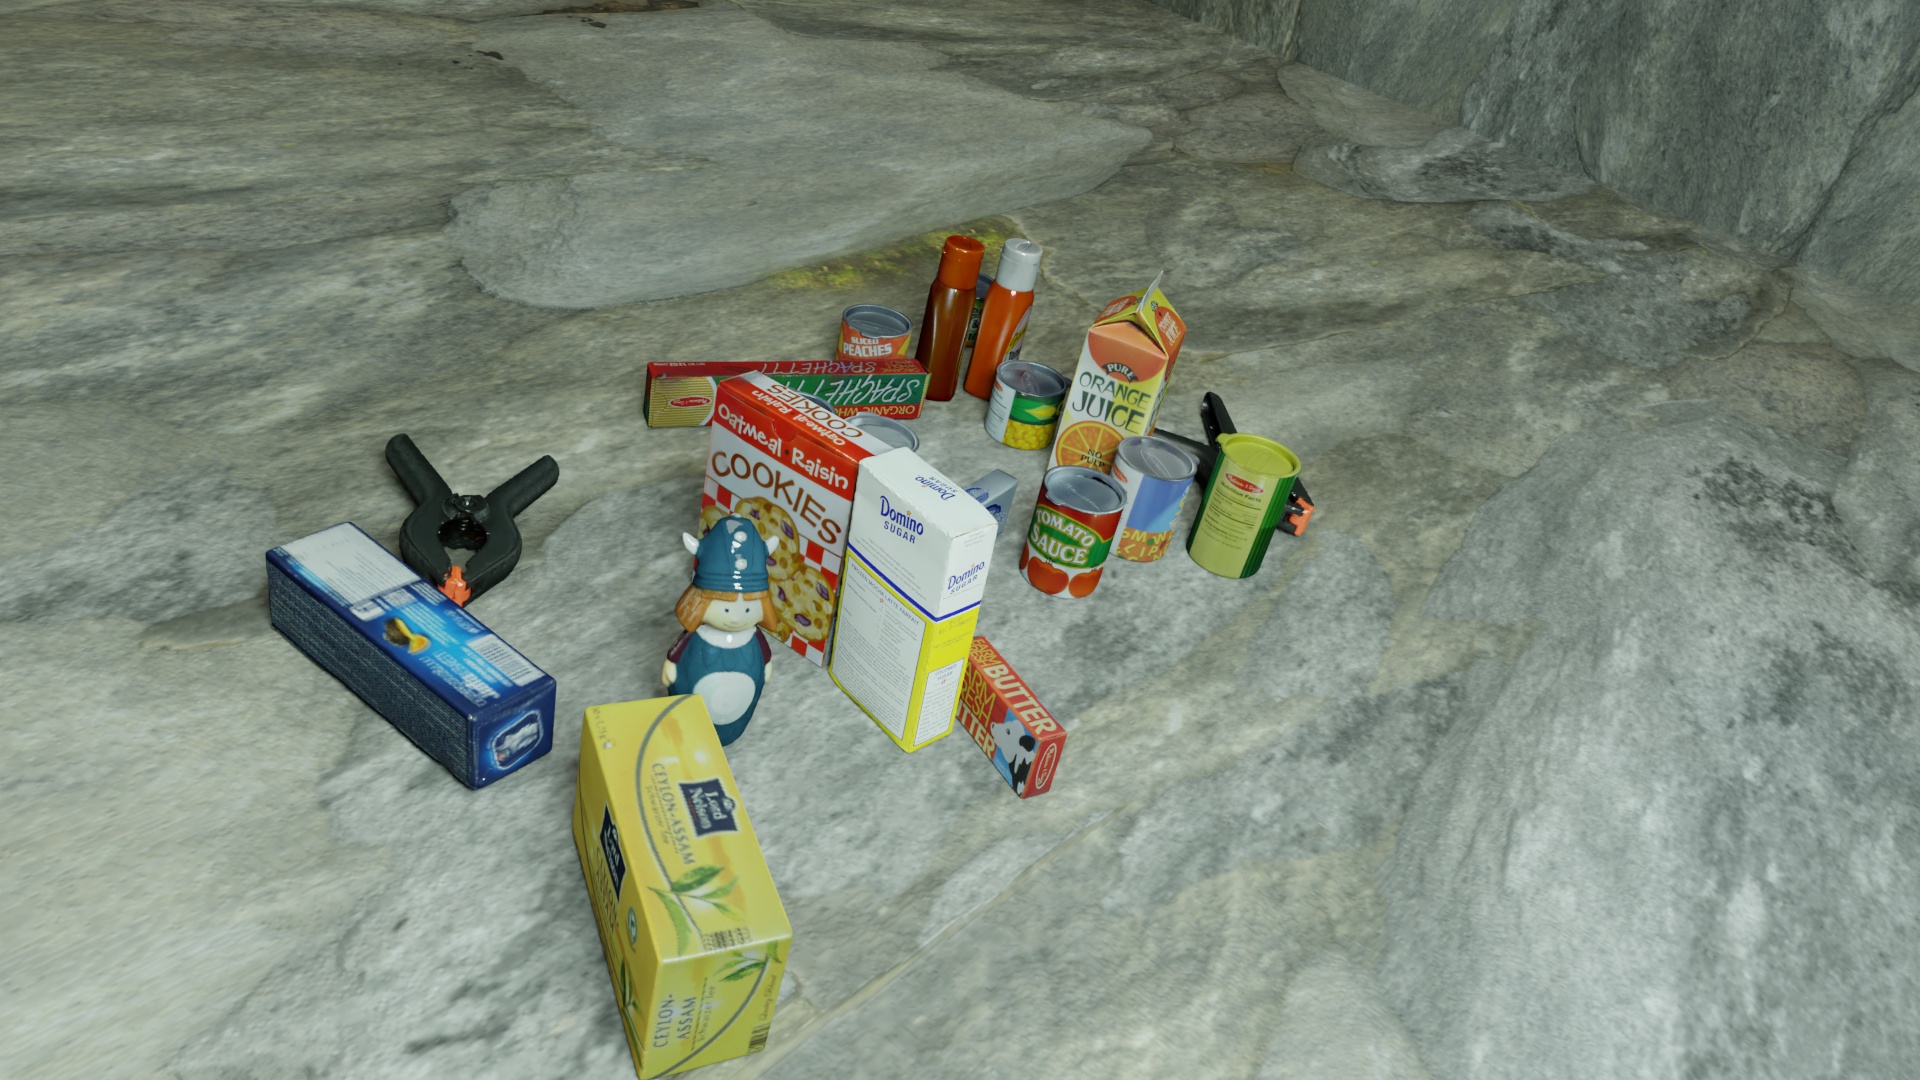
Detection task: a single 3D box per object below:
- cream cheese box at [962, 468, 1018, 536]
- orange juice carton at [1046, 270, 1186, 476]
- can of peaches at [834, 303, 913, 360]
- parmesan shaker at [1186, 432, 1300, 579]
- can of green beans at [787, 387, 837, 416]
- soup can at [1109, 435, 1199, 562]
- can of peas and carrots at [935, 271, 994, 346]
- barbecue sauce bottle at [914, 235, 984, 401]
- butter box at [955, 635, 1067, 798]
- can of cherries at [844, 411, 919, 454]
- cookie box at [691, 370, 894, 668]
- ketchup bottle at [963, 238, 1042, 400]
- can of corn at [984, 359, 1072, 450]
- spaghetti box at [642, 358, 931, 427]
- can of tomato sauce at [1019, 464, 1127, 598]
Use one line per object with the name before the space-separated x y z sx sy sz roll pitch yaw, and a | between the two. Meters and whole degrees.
cream cheese box | 0.004 -0.014 1.084 0.024 0.053 0.104 30 36 22
orange juice carton | 0.137 -0.133 1.185 0.073 0.191 0.072 22 34 11
can of peaches | -0.082 -0.179 1.291 0.071 0.057 0.071 10 33 -7
parmesan shaker | 0.230 -0.030 1.148 0.071 0.102 0.072 10 33 -7
can of green beans | -0.137 -0.081 1.126 0.071 0.057 0.071 10 33 -7
soup can | 0.153 -0.034 1.143 0.071 0.083 0.072 10 33 -7
can of peas and carrots | 0.003 -0.235 1.406 0.071 0.058 0.071 10 33 -7
barbecue sauce bottle | -0.012 -0.205 1.274 0.044 0.147 0.065 6 34 -12
butter box | 0.027 0.114 0.906 0.024 0.052 0.104 -10 40 -32
can of cherries | -0.071 -0.062 1.122 0.071 0.058 0.072 10 33 -7
cookie box | -0.117 -0.014 0.936 0.123 0.166 0.040 30 36 22
ketchup bottle | 0.041 -0.207 1.298 0.043 0.148 0.065 23 34 13
can of corn | 0.061 -0.123 1.263 0.071 0.058 0.071 10 33 -7
spaghetti box | -0.147 -0.128 1.199 0.251 0.050 0.029 -5 38 -26
can of tomato sauce | 0.085 -0.006 1.077 0.071 0.082 0.071 10 33 -7
